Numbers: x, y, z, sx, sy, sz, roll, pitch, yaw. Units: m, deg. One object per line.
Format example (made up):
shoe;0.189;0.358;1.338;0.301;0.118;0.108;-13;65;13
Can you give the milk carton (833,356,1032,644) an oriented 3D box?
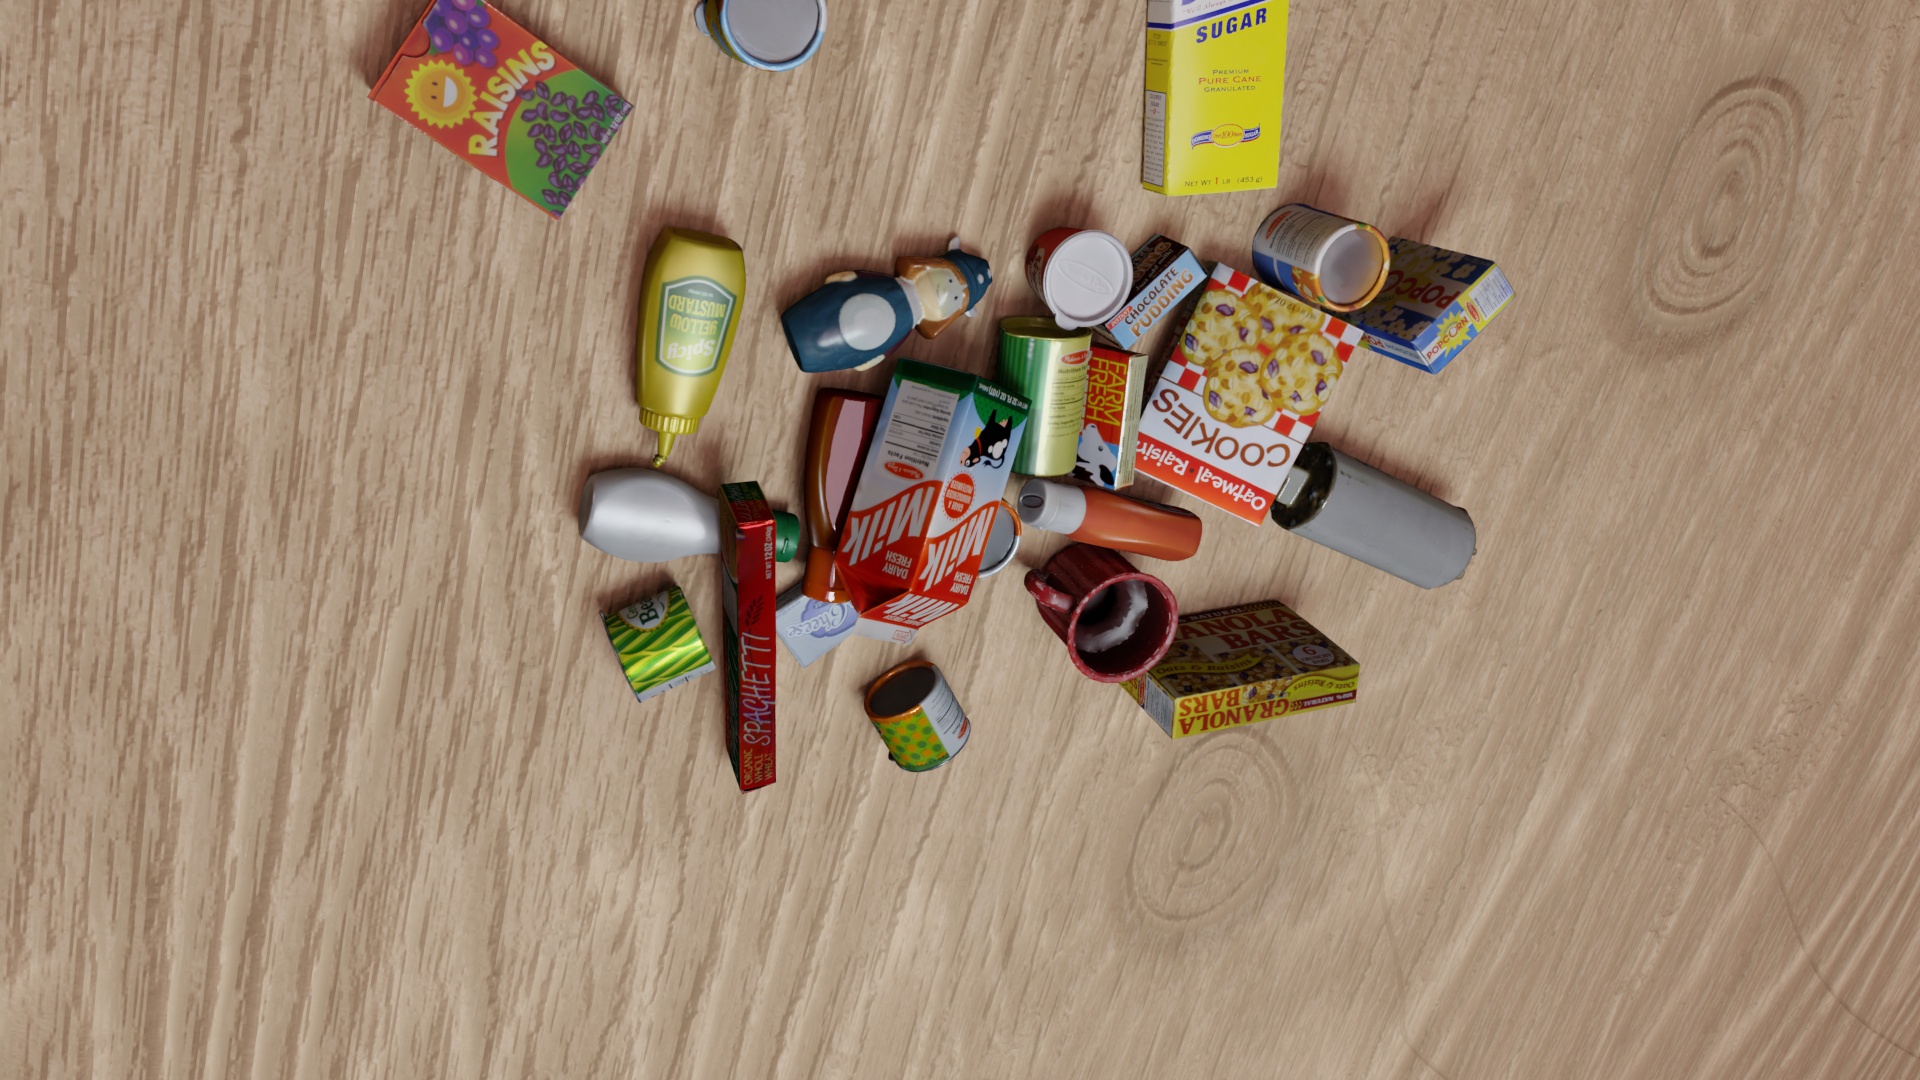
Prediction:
milk carton;-0.025;-0.022;0.956;0.072;0.073;0.190;18;90;-55

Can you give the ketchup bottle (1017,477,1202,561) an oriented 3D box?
ketchup bottle;0.111;-0.016;1.054;0.149;0.065;0.043;11;90;-35

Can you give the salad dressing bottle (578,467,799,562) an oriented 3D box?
salad dressing bottle;-0.186;-0.012;0.963;0.148;0.044;0.064;10;108;-27

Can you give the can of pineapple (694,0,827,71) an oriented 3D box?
can of pineapple;-0.121;-0.321;0.848;0.071;0.058;0.070;-8;115;-18

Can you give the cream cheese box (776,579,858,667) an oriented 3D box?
cream cheese box;-0.091;0.043;1.034;0.104;0.024;0.053;-36;120;-4

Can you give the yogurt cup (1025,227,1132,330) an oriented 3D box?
yogurt cup;0.081;-0.191;0.986;0.072;0.054;0.072;-8;115;-18

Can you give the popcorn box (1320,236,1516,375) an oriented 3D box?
popcorn box;0.344;-0.180;1.053;0.085;0.127;0.038;-45;117;1

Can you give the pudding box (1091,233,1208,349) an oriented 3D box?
pudding box;0.132;-0.182;1.013;0.084;0.050;0.030;-42;122;0

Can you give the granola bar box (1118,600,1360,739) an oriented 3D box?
granola bar box;0.217;0.100;1.122;0.166;0.124;0.039;-8;115;-18

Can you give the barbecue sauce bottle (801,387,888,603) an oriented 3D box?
barbecue sauce bottle;-0.082;-0.031;0.982;0.065;0.044;0.148;6;100;-31

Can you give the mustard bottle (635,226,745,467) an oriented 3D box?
mustard bottle;-0.183;-0.122;0.913;0.065;0.049;0.159;6;109;-22

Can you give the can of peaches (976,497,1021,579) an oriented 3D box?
can of peaches;0.004;-0.013;1.028;0.071;0.058;0.071;-8;115;-18

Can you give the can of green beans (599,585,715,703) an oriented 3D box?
can of green beans;-0.211;0.072;0.974;0.058;0.071;0.071;-24;119;-11

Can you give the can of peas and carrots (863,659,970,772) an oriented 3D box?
can of peas and carrots;-0.036;0.136;1.073;0.071;0.071;0.058;-31;119;-7

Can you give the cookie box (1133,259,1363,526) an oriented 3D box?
cookie box;0.209;-0.111;1.057;0.123;0.040;0.167;24;102;-6

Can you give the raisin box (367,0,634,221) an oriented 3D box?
raisin box;-0.271;-0.261;0.825;0.123;0.040;0.086;32;98;-29

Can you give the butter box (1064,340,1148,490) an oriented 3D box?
butter box;0.107;-0.094;1.034;0.024;0.053;0.103;-17;118;-47

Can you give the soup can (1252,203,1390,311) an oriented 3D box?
soup can;0.270;-0.210;1.036;0.071;0.084;0.071;-8;115;-19

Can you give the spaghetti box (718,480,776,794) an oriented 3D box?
spaghetti box;-0.149;0.073;0.979;0.029;0.050;0.248;-9;128;-19

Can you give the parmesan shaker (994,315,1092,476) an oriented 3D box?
parmesan shaker;0.054;-0.104;1.004;0.071;0.071;0.102;-3;113;-20
